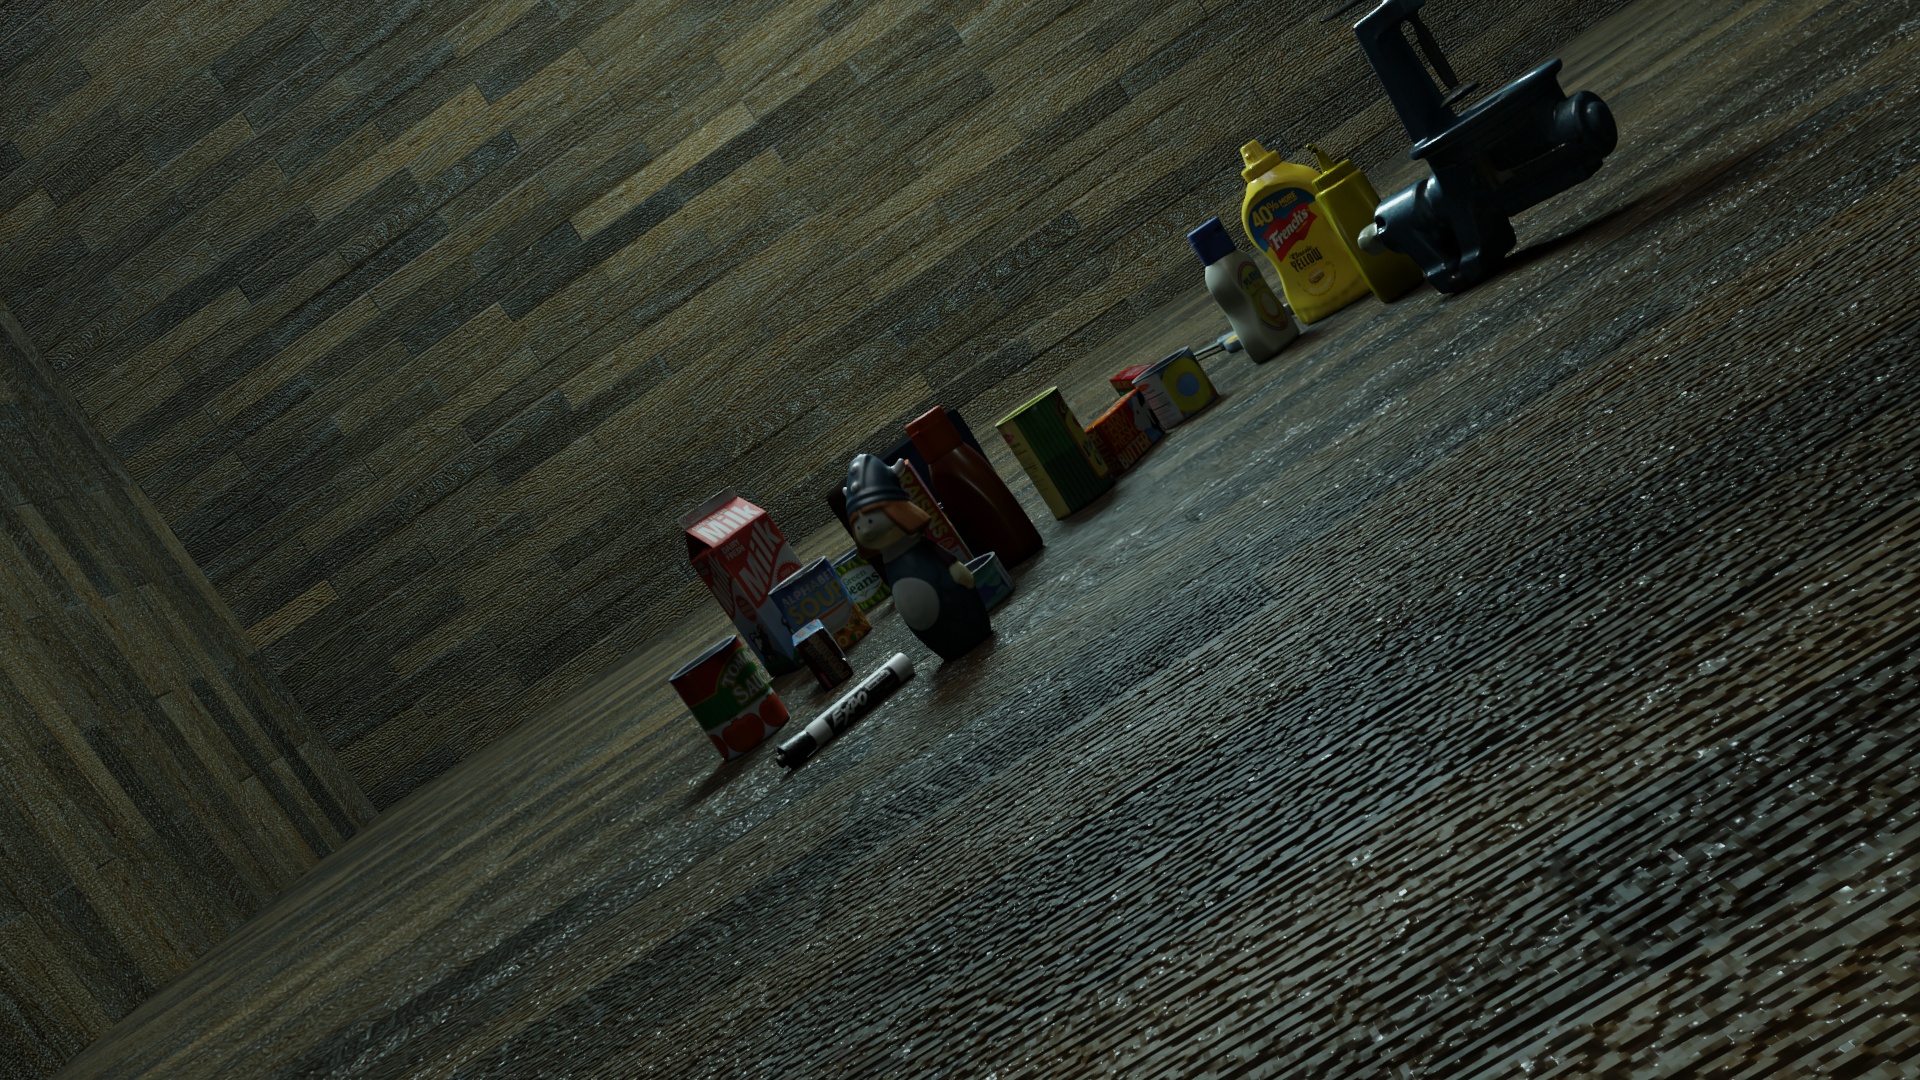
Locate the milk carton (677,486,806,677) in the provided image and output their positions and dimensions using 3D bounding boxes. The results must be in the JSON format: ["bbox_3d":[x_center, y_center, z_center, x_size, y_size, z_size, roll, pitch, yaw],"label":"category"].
[{"bbox_3d":[-0.207,0.040,1.413,0.073,0.190,0.073,-37,7,-32],"label":"milk carton"}]

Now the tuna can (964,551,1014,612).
[{"bbox_3d":[0.005,0.041,1.081,0.071,0.033,0.071,-33,7,4],"label":"tuna can"}]

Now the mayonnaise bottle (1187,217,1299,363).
[{"bbox_3d":[0.283,-0.255,1.404,0.065,0.148,0.041,-38,8,-38],"label":"mayonnaise bottle"}]

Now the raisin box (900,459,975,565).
[{"bbox_3d":[-0.027,-0.008,1.203,0.040,0.123,0.086,-33,6,2],"label":"raisin box"}]

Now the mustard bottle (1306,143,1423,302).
[{"bbox_3d":[0.361,-0.293,1.259,0.048,0.160,0.065,-31,7,19],"label":"mustard bottle"}]

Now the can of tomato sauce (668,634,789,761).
[{"bbox_3d":[-0.189,0.130,1.149,0.071,0.083,0.071,-33,6,4],"label":"can of tomato sauce"}]

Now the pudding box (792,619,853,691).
[{"bbox_3d":[-0.119,0.097,1.196,0.030,0.049,0.083,-34,7,-6],"label":"pudding box"}]

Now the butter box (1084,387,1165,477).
[{"bbox_3d":[0.155,-0.102,1.319,0.024,0.053,0.104,-28,8,40],"label":"butter box"}]

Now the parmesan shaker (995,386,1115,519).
[{"bbox_3d":[0.087,-0.079,1.262,0.071,0.103,0.071,-33,6,4],"label":"parmesan shaker"}]

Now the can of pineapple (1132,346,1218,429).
[{"bbox_3d":[0.214,-0.152,1.375,0.071,0.058,0.071,-33,6,4],"label":"can of pineapple"}]

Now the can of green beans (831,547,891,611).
[{"bbox_3d":[-0.102,0.037,1.511,0.071,0.058,0.071,-33,6,4],"label":"can of green beans"}]

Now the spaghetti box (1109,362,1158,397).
[{"bbox_3d":[0.211,-0.170,1.554,0.029,0.050,0.250,-33,7,0],"label":"spaghetti box"}]

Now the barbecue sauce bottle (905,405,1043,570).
[{"bbox_3d":[0.007,-0.044,1.184,0.064,0.148,0.044,-27,9,48],"label":"barbecue sauce bottle"}]

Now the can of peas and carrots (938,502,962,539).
[{"bbox_3d":[0.005,-0.018,1.396,0.071,0.058,0.071,-33,6,4],"label":"can of peas and carrots"}]

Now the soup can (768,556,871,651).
[{"bbox_3d":[-0.134,0.067,1.334,0.071,0.083,0.071,-33,6,4],"label":"soup can"}]
